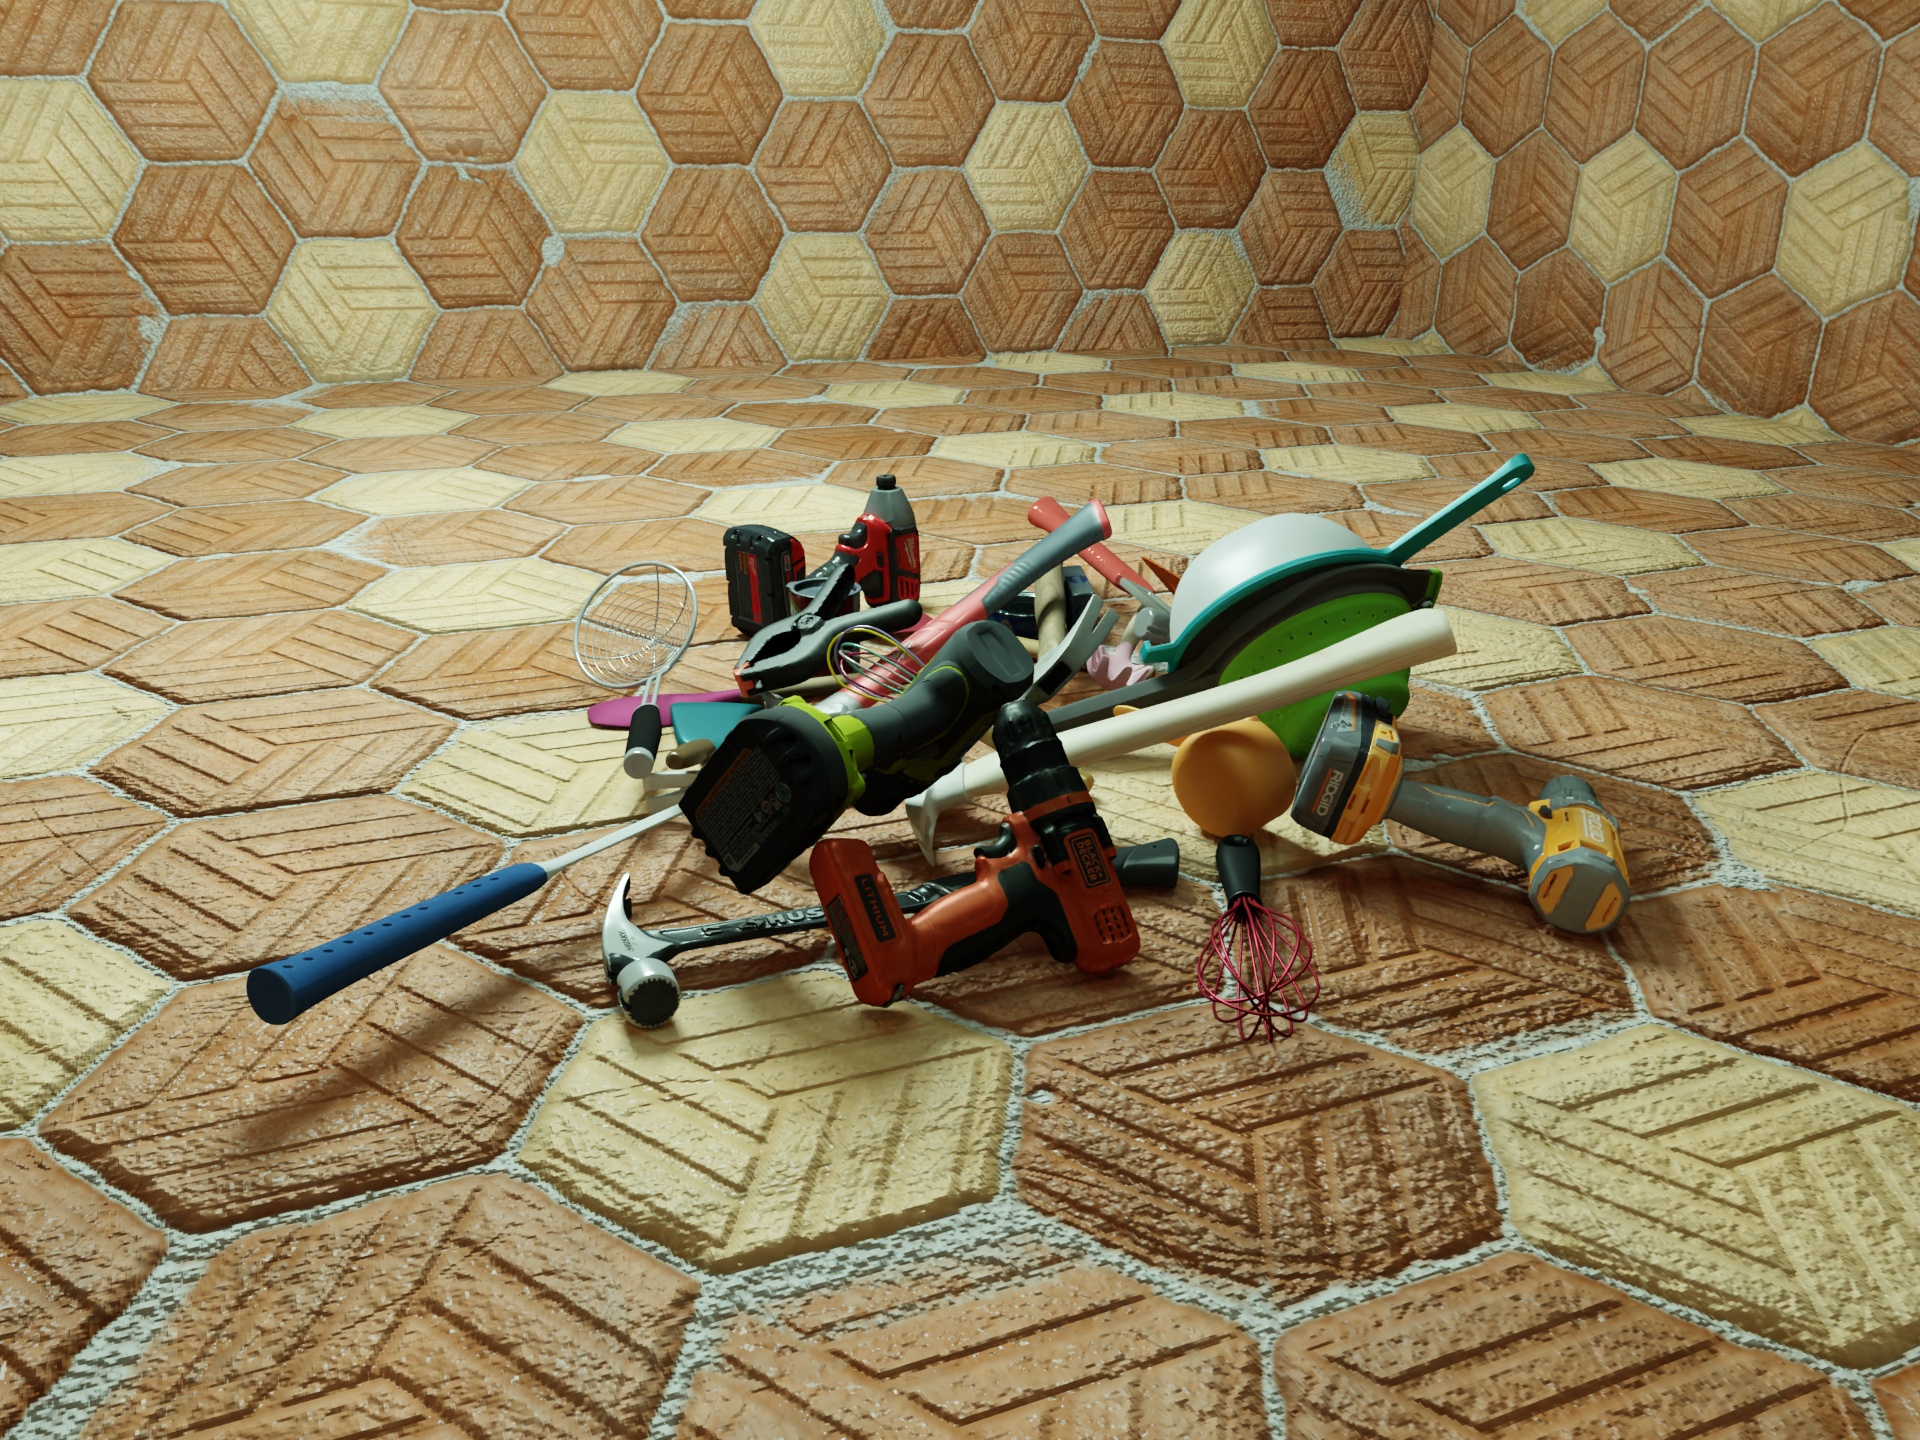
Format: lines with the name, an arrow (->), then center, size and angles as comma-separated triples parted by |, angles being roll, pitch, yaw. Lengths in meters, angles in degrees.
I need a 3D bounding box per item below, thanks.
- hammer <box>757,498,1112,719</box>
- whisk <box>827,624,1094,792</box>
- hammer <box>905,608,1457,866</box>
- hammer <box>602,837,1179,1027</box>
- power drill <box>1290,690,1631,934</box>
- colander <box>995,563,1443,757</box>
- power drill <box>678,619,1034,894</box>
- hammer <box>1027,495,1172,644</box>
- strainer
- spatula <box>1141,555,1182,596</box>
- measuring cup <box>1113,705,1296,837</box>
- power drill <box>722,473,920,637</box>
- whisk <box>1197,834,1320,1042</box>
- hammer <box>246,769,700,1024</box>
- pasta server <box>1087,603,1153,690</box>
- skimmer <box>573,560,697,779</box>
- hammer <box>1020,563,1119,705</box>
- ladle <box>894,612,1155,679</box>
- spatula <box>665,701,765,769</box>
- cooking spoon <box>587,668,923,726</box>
hammer -> -0.006, -0.099, 1.443 | 0.143, 0.038, 0.386 | 19, 47, 42
whisk -> -0.003, -0.002, 1.280 | 0.245, 0.051, 0.047 | 30, 54, 13
hammer -> 0.155, 0.004, 1.156 | 0.410, 0.038, 0.146 | -18, 23, 12
hammer -> -0.035, 0.120, 1.056 | 0.408, 0.036, 0.149 | -7, 22, -22
power drill -> 0.363, 0.057, 1.144 | 0.226, 0.084, 0.185 | 22, 26, 10
colander -> 0.228, -0.008, 1.317 | 0.397, 0.204, 0.095 | -18, 63, -5
power drill -> -0.071, 0.030, 1.057 | 0.228, 0.190, 0.080 | -25, 73, -48
hammer -> 0.169, -0.149, 1.632 | 0.149, 0.036, 0.359 | 13, 21, -30
strainer -> 0.309, -0.144, 1.333 | 0.210, 0.340, 0.095 | 20, 42, -52
spatula -> 0.288, -0.113, 1.554 | 0.322, 0.041, 0.081 | 1, 28, -48
measuring cup -> 0.170, 0.030, 1.214 | 0.174, 0.095, 0.052 | 25, 40, 38
power drill -> -0.131, -0.167, 1.630 | 0.219, 0.143, 0.079 | -22, 29, -40
whisk -> 0.185, 0.128, 1.025 | 0.073, 0.073, 0.296 | 4, 15, 6
hammer -> -0.269, 0.097, 1.020 | 0.144, 0.035, 0.405 | -5, 12, 34
pasta server -> 0.166, -0.082, 1.532 | 0.060, 0.040, 0.316 | 25, 22, 5
skimmer -> -0.276, -0.045, 1.320 | 0.127, 0.090, 0.363 | -34, 19, 4
hammer -> 0.087, -0.099, 1.494 | 0.031, 0.130, 0.331 | 42, 19, -14
ladle -> 0.041, -0.076, 1.568 | 0.315, 0.031, 0.069 | 13, 23, 22
spatula -> -0.203, 0.012, 1.234 | 0.082, 0.044, 0.317 | 2, 2, -3
cooking spoon -> -0.174, -0.025, 1.431 | 0.318, 0.017, 0.069 | -7, 23, -19
